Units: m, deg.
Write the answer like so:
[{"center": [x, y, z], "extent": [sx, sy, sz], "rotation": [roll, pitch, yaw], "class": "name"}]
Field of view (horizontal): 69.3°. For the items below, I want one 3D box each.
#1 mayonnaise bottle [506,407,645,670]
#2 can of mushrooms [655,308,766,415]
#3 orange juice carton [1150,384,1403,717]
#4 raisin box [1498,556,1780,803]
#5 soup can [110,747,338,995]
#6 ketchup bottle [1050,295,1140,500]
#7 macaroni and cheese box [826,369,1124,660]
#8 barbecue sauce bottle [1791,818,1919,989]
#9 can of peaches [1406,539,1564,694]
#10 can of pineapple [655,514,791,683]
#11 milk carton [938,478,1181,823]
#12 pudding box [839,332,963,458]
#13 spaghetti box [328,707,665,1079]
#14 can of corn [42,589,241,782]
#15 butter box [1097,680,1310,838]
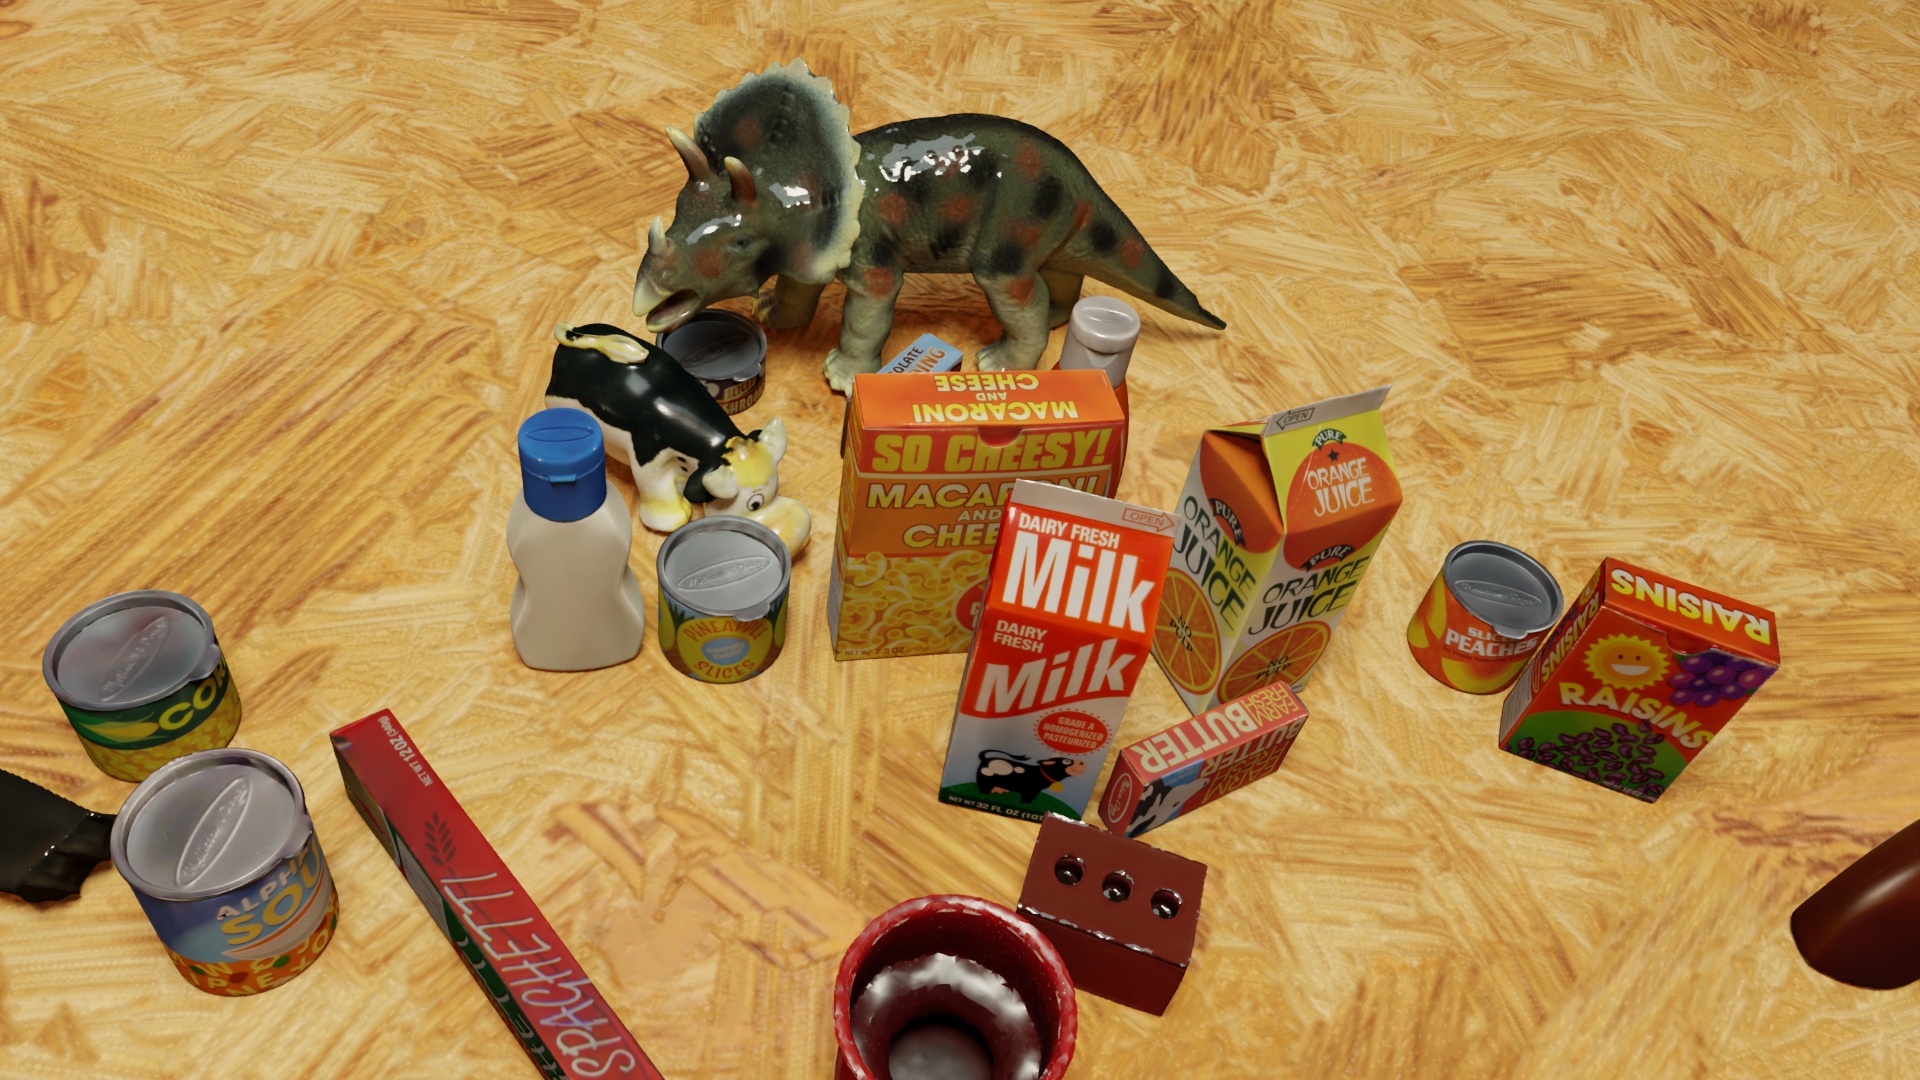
[{"center": [-0.183, 0.003, 0.654], "extent": [0.065, 0.147, 0.041], "rotation": [-4, 48, -14], "class": "mayonnaise bottle"}, {"center": [-0.150, -0.107, 0.843], "extent": [0.071, 0.033, 0.071], "rotation": [6, 46, -6], "class": "can of mushrooms"}, {"center": [0.154, 0.000, 0.691], "extent": [0.072, 0.191, 0.073], "rotation": [-14, 51, -23], "class": "orange juice carton"}, {"center": [0.341, 0.073, 0.707], "extent": [0.086, 0.122, 0.040], "rotation": [20, 47, 8], "class": "raisin box"}, {"center": [-0.288, 0.134, 0.555], "extent": [0.071, 0.083, 0.072], "rotation": [6, 47, -6], "class": "soup can"}, {"center": [0.065, -0.067, 0.767], "extent": [0.065, 0.148, 0.044], "rotation": [8, 46, -3], "class": "ketchup bottle"}, {"center": [0.002, -0.009, 0.689], "extent": [0.124, 0.165, 0.040], "rotation": [-3, 48, -14], "class": "macaroni and cheese box"}, {"center": [0.452, 0.153, 0.636], "extent": [0.065, 0.147, 0.044], "rotation": [8, 46, -3], "class": "barbecue sauce bottle"}, {"center": [0.289, 0.045, 0.769], "extent": [0.071, 0.057, 0.071], "rotation": [6, 47, -6], "class": "can of peaches"}, {"center": [-0.120, 0.031, 0.702], "extent": [0.071, 0.057, 0.071], "rotation": [6, 47, -6], "class": "can of pineapple"}, {"center": [0.042, 0.046, 0.629], "extent": [0.072, 0.189, 0.074], "rotation": [12, 46, 0], "class": "milk carton"}, {"center": [-0.035, -0.082, 0.831], "extent": [0.030, 0.049, 0.084], "rotation": [31, 49, 17], "class": "pudding box"}, {"center": [-0.183, 0.169, 0.566], "extent": [0.029, 0.049, 0.250], "rotation": [-30, 59, -33], "class": "spaghetti box"}, {"center": [-0.361, 0.066, 0.622], "extent": [0.071, 0.058, 0.071], "rotation": [6, 47, -6], "class": "can of corn"}, {"center": [0.119, 0.108, 0.680], "extent": [0.104, 0.052, 0.024], "rotation": [-18, 53, -26], "class": "butter box"}]
